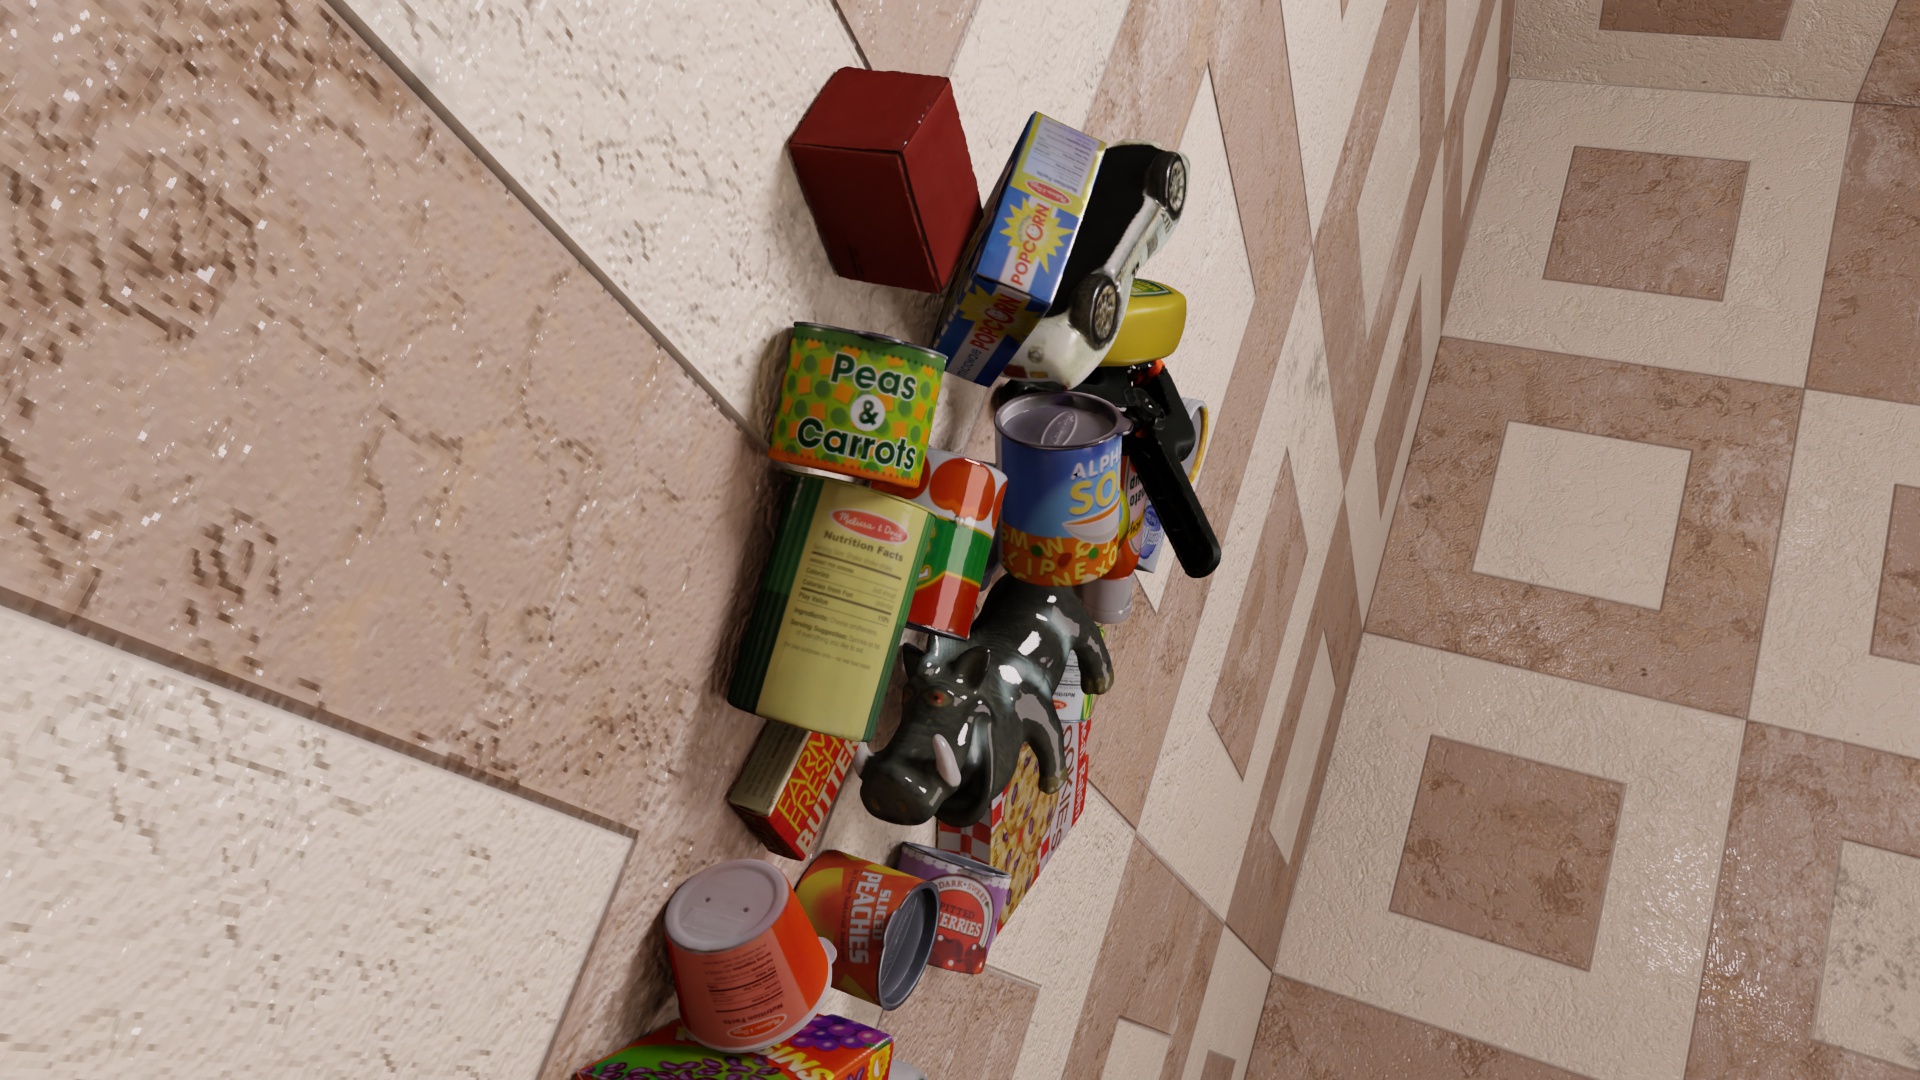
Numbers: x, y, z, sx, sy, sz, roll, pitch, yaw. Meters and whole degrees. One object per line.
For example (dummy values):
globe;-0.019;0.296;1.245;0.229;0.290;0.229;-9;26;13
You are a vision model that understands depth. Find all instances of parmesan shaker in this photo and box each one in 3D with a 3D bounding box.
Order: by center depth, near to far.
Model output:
parmesan shaker;-0.058;0.028;0.599;0.071;0.071;0.103;29;76;-66

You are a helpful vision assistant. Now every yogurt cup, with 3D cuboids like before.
yogurt cup;-0.093;0.174;0.593;0.073;0.072;0.053;-50;137;-48

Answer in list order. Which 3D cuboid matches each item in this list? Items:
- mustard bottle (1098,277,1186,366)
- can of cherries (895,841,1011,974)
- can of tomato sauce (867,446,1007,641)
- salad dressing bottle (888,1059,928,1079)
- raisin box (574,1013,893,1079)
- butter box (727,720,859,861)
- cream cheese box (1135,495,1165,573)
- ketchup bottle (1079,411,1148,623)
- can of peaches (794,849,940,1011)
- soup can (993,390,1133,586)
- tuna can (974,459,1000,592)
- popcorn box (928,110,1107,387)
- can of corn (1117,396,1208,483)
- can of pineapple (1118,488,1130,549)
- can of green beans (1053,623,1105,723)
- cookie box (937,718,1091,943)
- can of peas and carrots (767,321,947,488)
mustard bottle;0.086;-0.133;0.849;0.161;0.065;0.048;-24;127;-57
can of cherries;-0.010;0.210;0.796;0.071;0.071;0.058;37;69;-65
can of tomato sauce;-0.019;0.000;0.669;0.071;0.071;0.083;29;74;-66
salad dressing bottle;-0.050;0.323;0.794;0.147;0.044;0.064;68;39;-53
raisin box;-0.094;0.235;0.592;0.123;0.086;0.040;5;93;-67
butter box;-0.069;0.093;0.654;0.104;0.024;0.053;-65;154;-28
cream cheese box;0.134;-0.008;1.072;0.104;0.024;0.053;22;83;-67
ketchup bottle;0.107;-0.013;0.983;0.065;0.043;0.148;-43;140;-54
can of peaches;-0.051;0.196;0.708;0.071;0.058;0.071;-43;140;-52
soup can;0.054;-0.027;0.728;0.072;0.071;0.083;-47;142;-50
tuna can;0.003;-0.009;0.756;0.071;0.033;0.070;-43;140;-53
popcorn box;0.023;-0.133;0.661;0.126;0.038;0.085;136;-26;-74
can of corn;0.144;-0.073;1.018;0.071;0.058;0.070;-43;140;-53
can of pineapple;0.066;-0.011;0.858;0.058;0.071;0.071;-10;111;-66
can of green beans;0.055;0.078;0.880;0.071;0.071;0.057;-6;107;-66
cookie box;0.039;0.170;0.924;0.168;0.040;0.122;-40;137;-55
can of peas and carrots;-0.043;-0.056;0.580;0.071;0.071;0.058;6;97;-67
